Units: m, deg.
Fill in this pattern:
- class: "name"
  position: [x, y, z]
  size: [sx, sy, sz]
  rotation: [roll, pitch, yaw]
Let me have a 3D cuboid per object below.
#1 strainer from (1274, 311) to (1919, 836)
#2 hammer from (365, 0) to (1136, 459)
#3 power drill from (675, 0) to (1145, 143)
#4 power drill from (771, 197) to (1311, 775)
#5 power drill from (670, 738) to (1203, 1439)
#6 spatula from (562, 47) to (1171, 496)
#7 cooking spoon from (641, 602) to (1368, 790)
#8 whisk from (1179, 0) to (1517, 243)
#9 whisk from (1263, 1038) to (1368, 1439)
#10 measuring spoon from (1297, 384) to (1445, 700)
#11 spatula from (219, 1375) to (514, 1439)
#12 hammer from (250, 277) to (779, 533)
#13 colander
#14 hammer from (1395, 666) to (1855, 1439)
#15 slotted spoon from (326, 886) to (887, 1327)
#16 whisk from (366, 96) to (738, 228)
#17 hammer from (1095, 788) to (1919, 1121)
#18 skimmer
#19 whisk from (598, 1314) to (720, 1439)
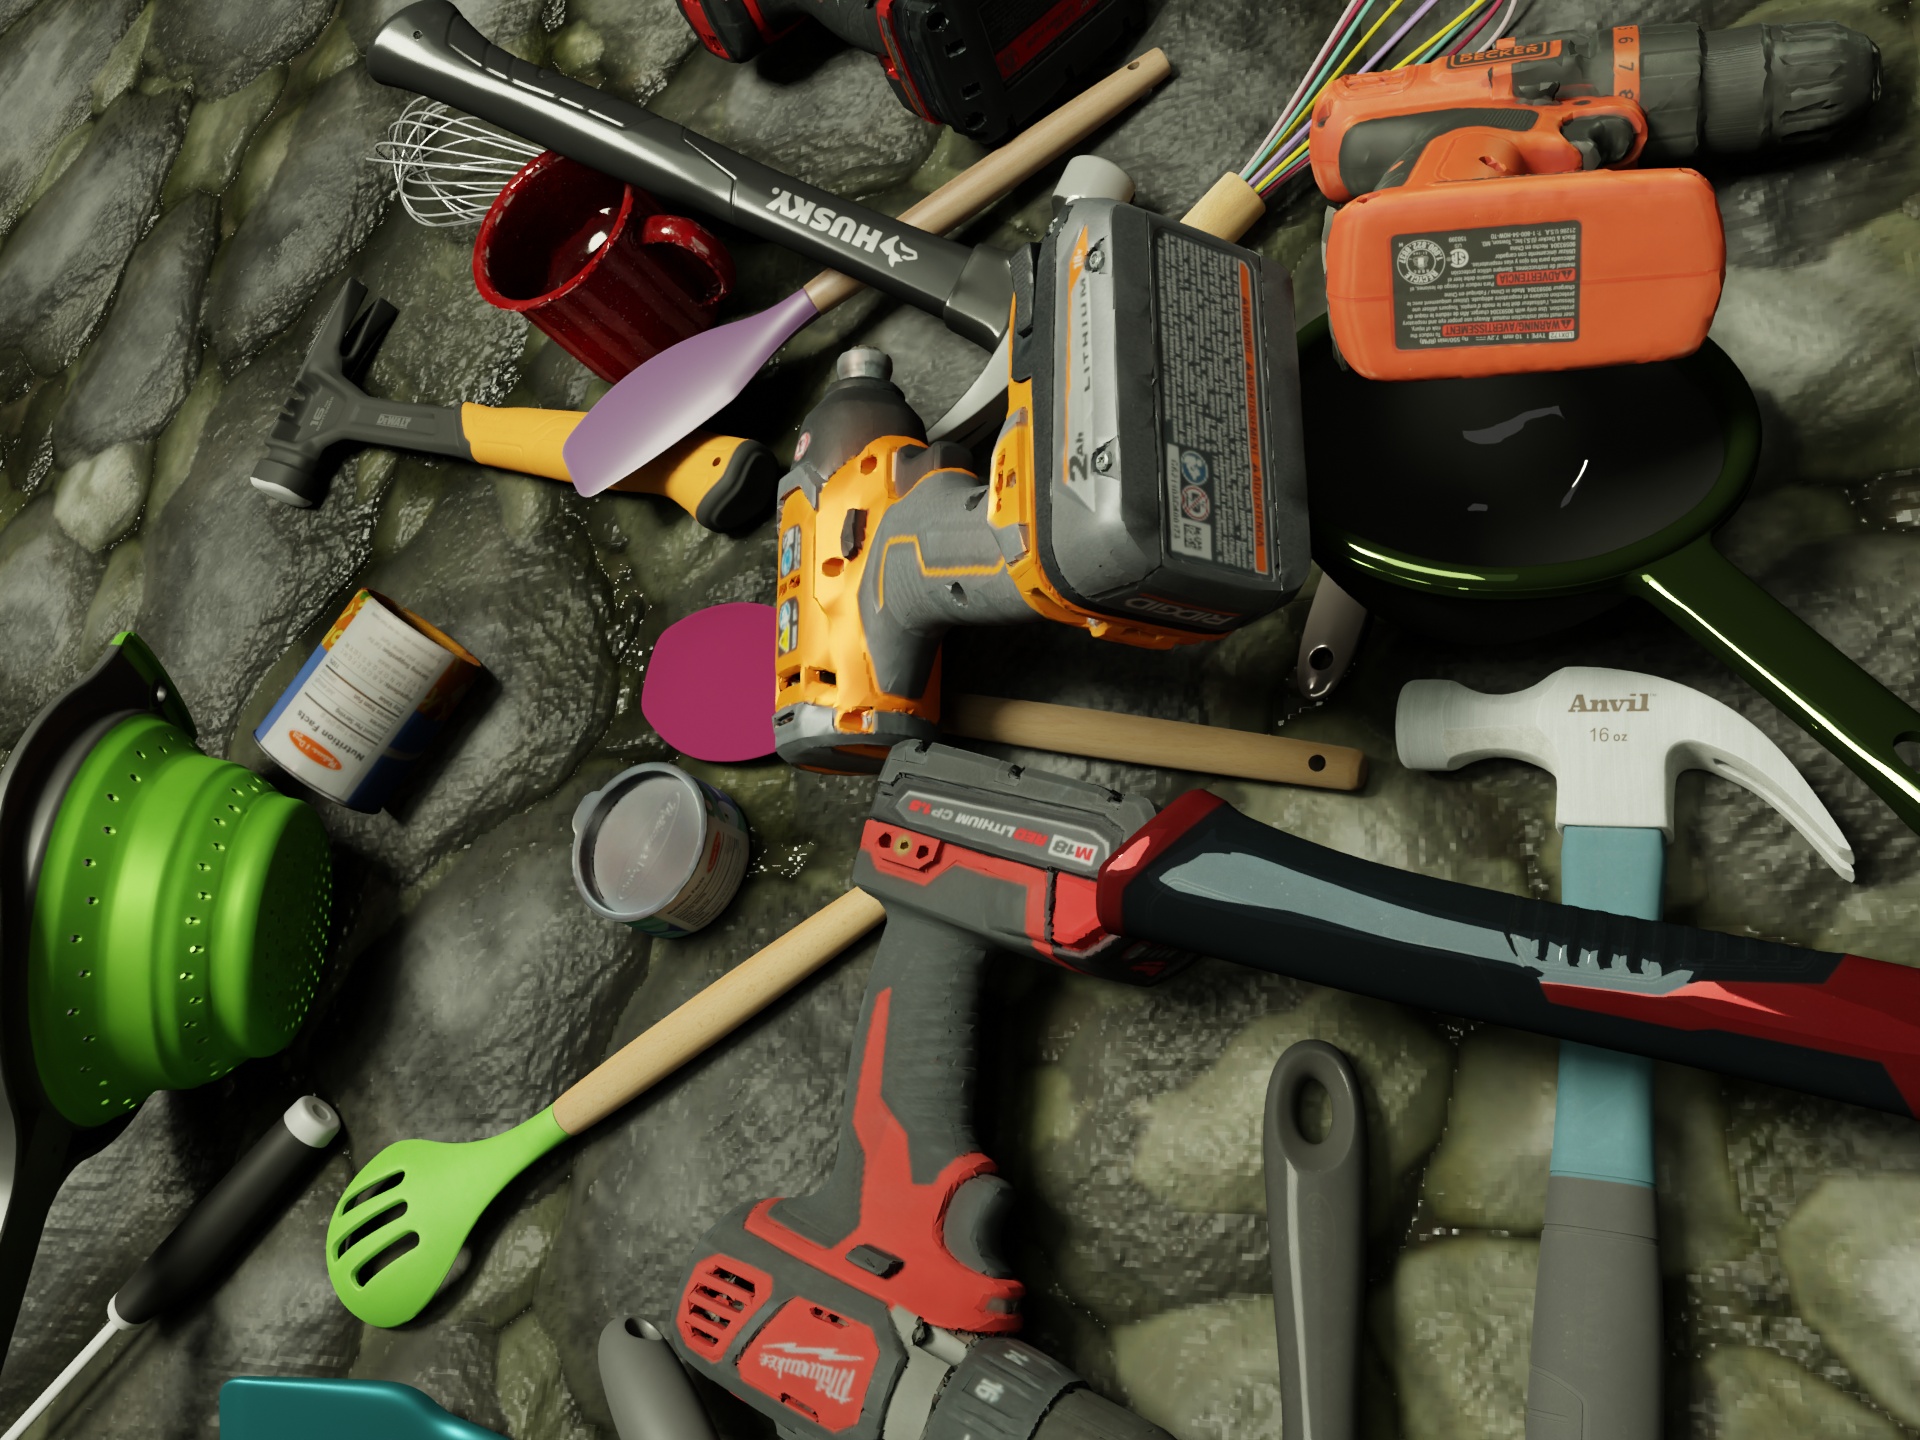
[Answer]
- class: "strainer"
  position: [0.192, -0.040, 0.476]
  size: [0.151, 0.069, 0.257]
  rotation: [-26, 51, -11]
- class: "hammer"
  position: [-0.106, -0.224, 0.674]
  size: [0.335, 0.035, 0.146]
  rotation: [25, 83, 10]
- class: "power drill"
  position: [-0.027, -0.352, 0.735]
  size: [0.143, 0.078, 0.220]
  rotation: [-44, 49, -13]
- class: "power drill"
  position: [0.007, -0.080, 0.528]
  size: [0.226, 0.084, 0.164]
  rotation: [-21, 65, 54]
- class: "power drill"
  position: [0.018, 0.135, 0.506]
  size: [0.188, 0.080, 0.227]
  rotation: [14, 79, 33]
- class: "spatula"
  position: [-0.044, -0.199, 0.697]
  size: [0.316, 0.018, 0.060]
  rotation: [-33, 52, 5]
- class: "cooking spoon"
  position: [-0.001, -0.002, 0.609]
  size: [0.319, 0.017, 0.069]
  rotation: [8, 80, 32]
- class: "whisk"
  position: [0.128, -0.222, 0.618]
  size: [0.245, 0.051, 0.047]
  rotation: [-45, 61, 9]
- class: "whisk"
  position: [0.098, 0.231, 0.432]
  size: [0.073, 0.073, 0.296]
  rotation: [-9, 59, 26]
- class: "measuring spoon"
  position: [0.139, -0.066, 0.558]
  size: [0.034, 0.018, 0.124]
  rotation: [12, 76, 32]
- class: "spatula"
  position: [-0.122, 0.268, 0.544]
  size: [0.317, 0.044, 0.082]
  rotation: [-6, 91, 25]
- class: "hammer"
  position: [-0.221, -0.146, 0.785]
  size: [0.337, 0.034, 0.127]
  rotation: [14, 78, 33]
- class: "colander"
  position: [-0.333, 0.158, 0.643]
  size: [0.094, 0.204, 0.397]
  rotation: [5, 61, -6]
- class: "hammer"
  position: [0.176, 0.142, 0.440]
  size: [0.128, 0.033, 0.331]
  rotation: [-1, 69, 30]
- class: "slotted spoon"
  position: [-0.135, 0.139, 0.618]
  size: [0.314, 0.031, 0.070]
  rotation: [-35, 58, 10]
- class: "whisk"
  position: [-0.197, -0.277, 0.816]
  size: [0.285, 0.070, 0.070]
  rotation: [16, 78, 28]
- class: "hammer"
  position: [0.217, 0.091, 0.383]
  size: [0.386, 0.038, 0.143]
  rotation: [9, 87, 22]
- class: "skimmer"
  position: [-0.421, 0.281, 0.677]
  size: [0.363, 0.090, 0.127]
  rotation: [-46, 24, 2]
- class: "whisk"
  position: [-0.064, 0.253, 0.454]
  size: [0.055, 0.055, 0.239]
  rotation: [-52, 36, 0]
